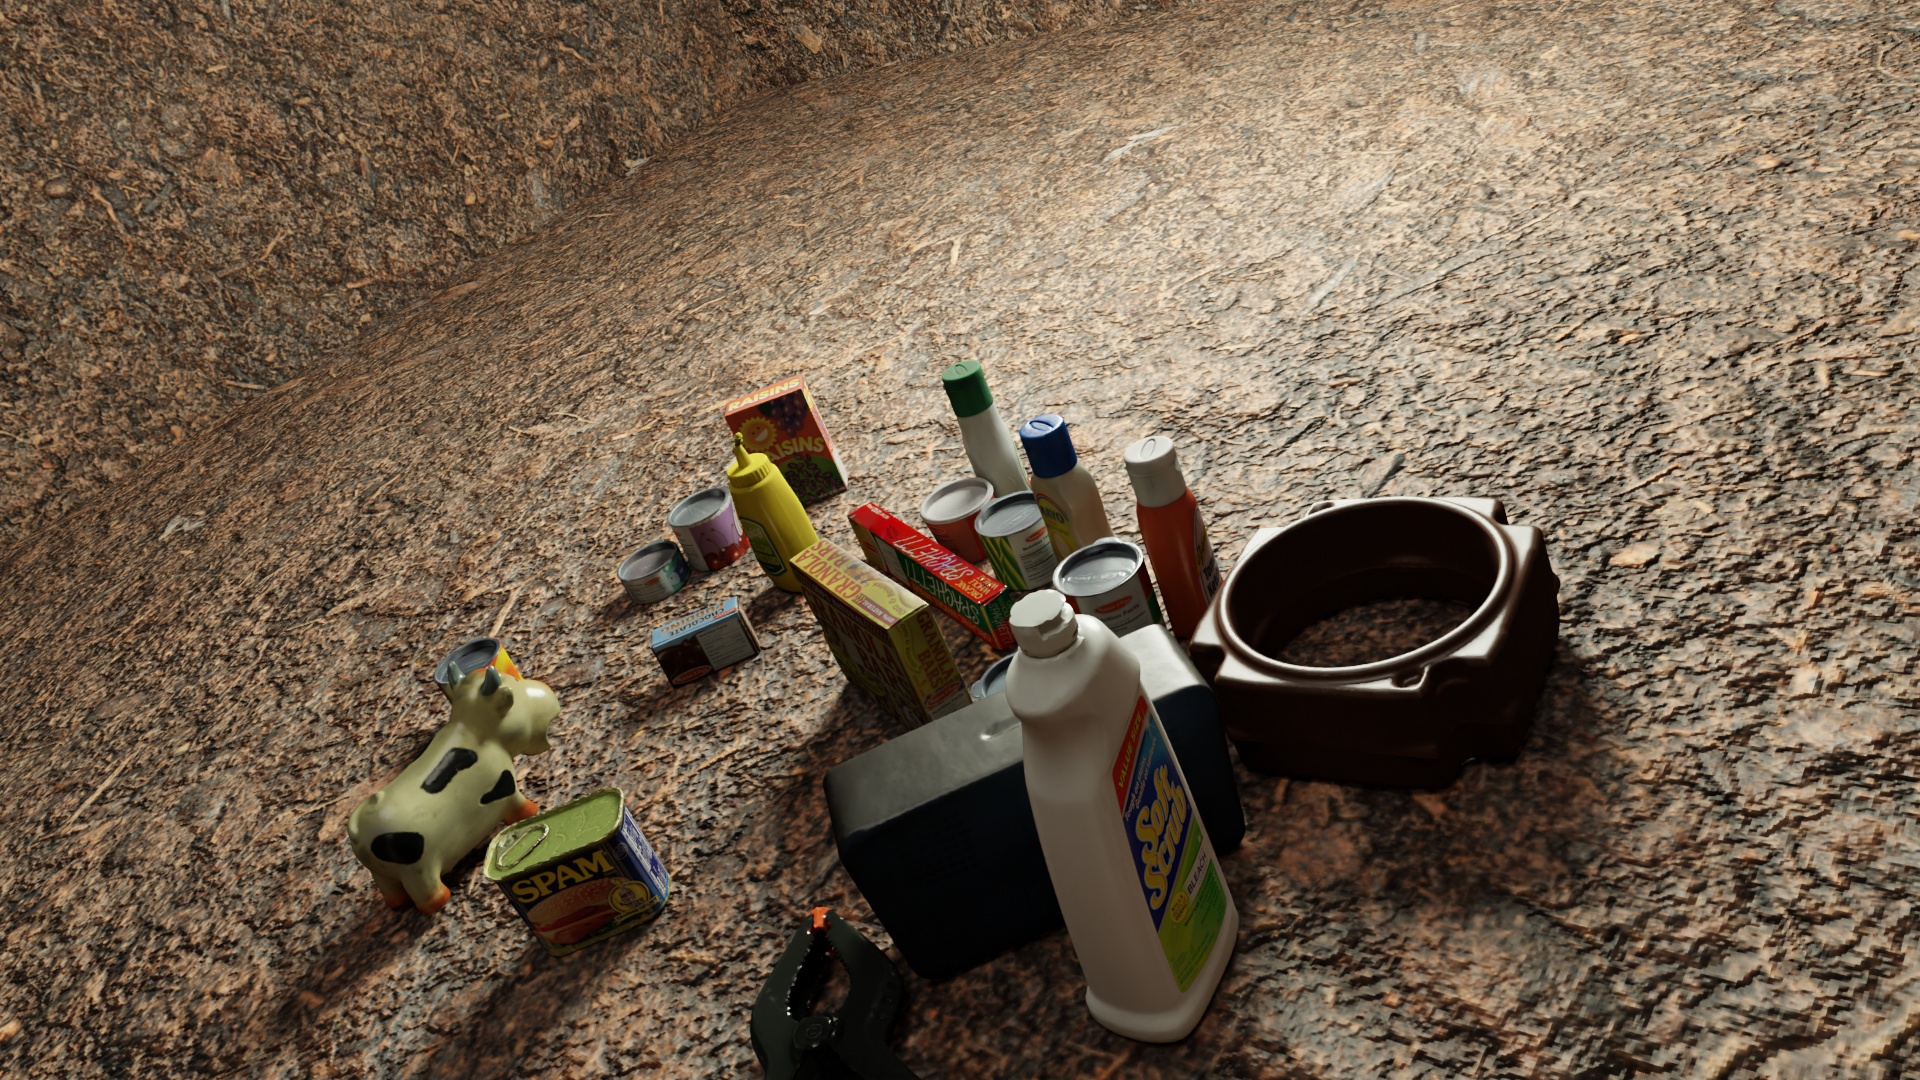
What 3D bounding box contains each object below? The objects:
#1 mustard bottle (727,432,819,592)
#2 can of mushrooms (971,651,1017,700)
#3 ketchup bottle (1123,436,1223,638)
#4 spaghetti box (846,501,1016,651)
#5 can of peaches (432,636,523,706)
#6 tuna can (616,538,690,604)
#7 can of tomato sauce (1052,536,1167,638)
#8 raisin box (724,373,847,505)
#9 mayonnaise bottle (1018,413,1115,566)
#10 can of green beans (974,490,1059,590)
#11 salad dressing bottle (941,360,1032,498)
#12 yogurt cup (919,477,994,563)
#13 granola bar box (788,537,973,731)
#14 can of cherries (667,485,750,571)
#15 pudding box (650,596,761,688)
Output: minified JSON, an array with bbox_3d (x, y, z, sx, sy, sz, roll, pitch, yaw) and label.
[{"bbox_3d":[-0.175,-0.028,1.259,0.065,0.159,0.049,12,44,46],"label":"mustard bottle"},{"bbox_3d":[0.046,0.111,1.003,0.071,0.033,0.071,-17,29,10],"label":"can of mushrooms"},{"bbox_3d":[0.154,-0.004,1.001,0.043,0.148,0.065,-8,32,25],"label":"ketchup bottle"},{"bbox_3d":[-0.026,0.026,1.178,0.029,0.050,0.250,-33,30,-17],"label":"spaghetti box"},{"bbox_3d":[-0.441,0.131,1.284,0.071,0.057,0.071,-17,29,10],"label":"can of peaches"},{"bbox_3d":[-0.304,0.030,1.382,0.071,0.032,0.071,-17,29,10],"label":"tuna can"},{"bbox_3d":[0.111,0.051,1.007,0.071,0.082,0.071,-17,29,10],"label":"can of tomato sauce"},{"bbox_3d":[-0.176,-0.096,1.412,0.086,0.123,0.040,-20,29,5],"label":"raisin box"},{"bbox_3d":[0.085,-0.028,1.091,0.041,0.147,0.065,-34,31,-20],"label":"mayonnaise bottle"},{"bbox_3d":[0.052,0.000,1.159,0.071,0.057,0.071,-17,29,10],"label":"can of green beans"},{"bbox_3d":[0.025,-0.088,1.233,0.044,0.147,0.064,-25,29,-4],"label":"salad dressing bottle"},{"bbox_3d":[0.004,-0.015,1.222,0.072,0.053,0.073,-17,29,10],"label":"yogurt cup"},{"bbox_3d":[-0.058,0.078,1.037,0.039,0.123,0.166,-34,31,-19],"label":"granola bar box"},{"bbox_3d":[-0.248,-0.012,1.388,0.071,0.058,0.072,-17,29,10],"label":"can of cherries"},{"bbox_3d":[-0.222,0.089,1.211,0.084,0.049,0.030,-23,29,-1],"label":"pudding box"}]
